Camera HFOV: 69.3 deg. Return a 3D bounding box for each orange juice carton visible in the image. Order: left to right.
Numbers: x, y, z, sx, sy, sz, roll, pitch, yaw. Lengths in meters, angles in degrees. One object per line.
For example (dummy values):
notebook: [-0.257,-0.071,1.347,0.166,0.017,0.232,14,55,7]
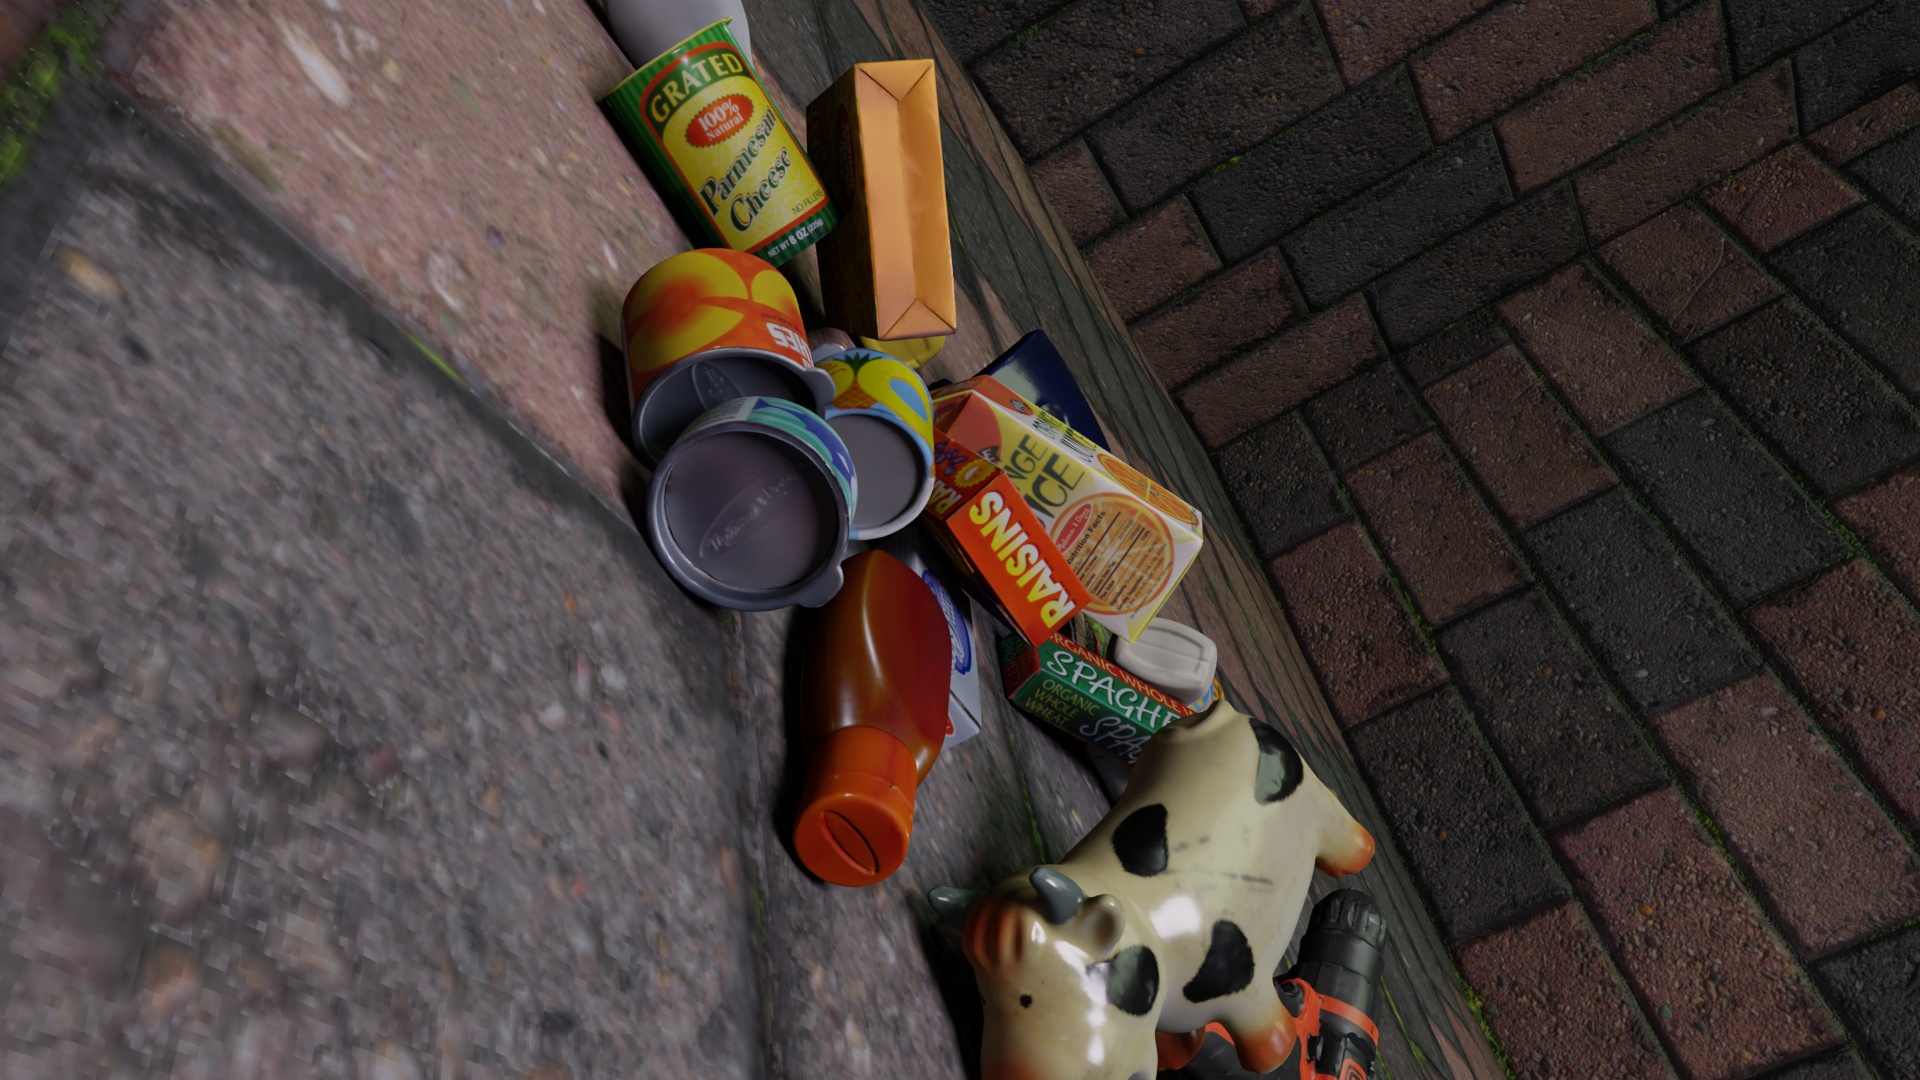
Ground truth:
orange juice carton: [0.037,-0.031,0.780,0.193,0.073,0.072,33,16,0]

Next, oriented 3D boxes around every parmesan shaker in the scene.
parmesan shaker: [-0.105,-0.178,0.641,0.103,0.071,0.071,57,14,-19]

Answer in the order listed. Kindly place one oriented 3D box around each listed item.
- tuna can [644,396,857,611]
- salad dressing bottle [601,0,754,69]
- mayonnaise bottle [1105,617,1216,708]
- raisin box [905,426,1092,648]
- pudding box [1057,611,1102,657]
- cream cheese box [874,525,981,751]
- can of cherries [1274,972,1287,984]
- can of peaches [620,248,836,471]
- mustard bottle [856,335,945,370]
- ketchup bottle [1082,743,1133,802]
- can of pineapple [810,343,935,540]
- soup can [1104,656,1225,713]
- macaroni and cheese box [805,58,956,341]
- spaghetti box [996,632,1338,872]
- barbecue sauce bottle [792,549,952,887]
tuna can: [-0.066,-0.011,0.459,0.071,0.071,0.033,57,14,-18]
salad dressing bottle: [-0.129,-0.241,0.715,0.147,0.064,0.044,60,24,-43]
mayonnaise bottle: [0.119,0.092,0.873,0.147,0.065,0.041,89,19,-66]
raisin box: [0.002,-0.008,0.672,0.086,0.040,0.123,55,-9,-29]
pudding box: [0.063,0.066,0.850,0.049,0.030,0.084,60,14,-10]
cream cheese box: [-0.016,0.041,0.627,0.053,0.024,0.104,55,15,-27]
can of cherries: [0.184,0.285,0.789,0.058,0.071,0.071,62,13,9]
can of peaches: [-0.083,-0.061,0.492,0.071,0.071,0.058,46,19,-47]
mustard bottle: [-0.048,-0.169,0.878,0.065,0.049,0.161,51,16,-38]
ketchup bottle: [0.130,0.173,0.820,0.044,0.064,0.149,-23,75,-49]
can of pineapple: [-0.045,-0.043,0.602,0.071,0.071,0.058,54,15,-27]
soup can: [0.148,0.109,0.995,0.083,0.071,0.071,44,22,-52]
macaroni and cheese box: [-0.045,-0.167,0.701,0.166,0.040,0.123,-144,-132,-72]
spaghetti box: [0.128,0.121,0.799,0.250,0.028,0.050,31,25,-22]
barbecue sauce bottle: [-0.031,0.061,0.493,0.064,0.043,0.149,56,15,-20]
